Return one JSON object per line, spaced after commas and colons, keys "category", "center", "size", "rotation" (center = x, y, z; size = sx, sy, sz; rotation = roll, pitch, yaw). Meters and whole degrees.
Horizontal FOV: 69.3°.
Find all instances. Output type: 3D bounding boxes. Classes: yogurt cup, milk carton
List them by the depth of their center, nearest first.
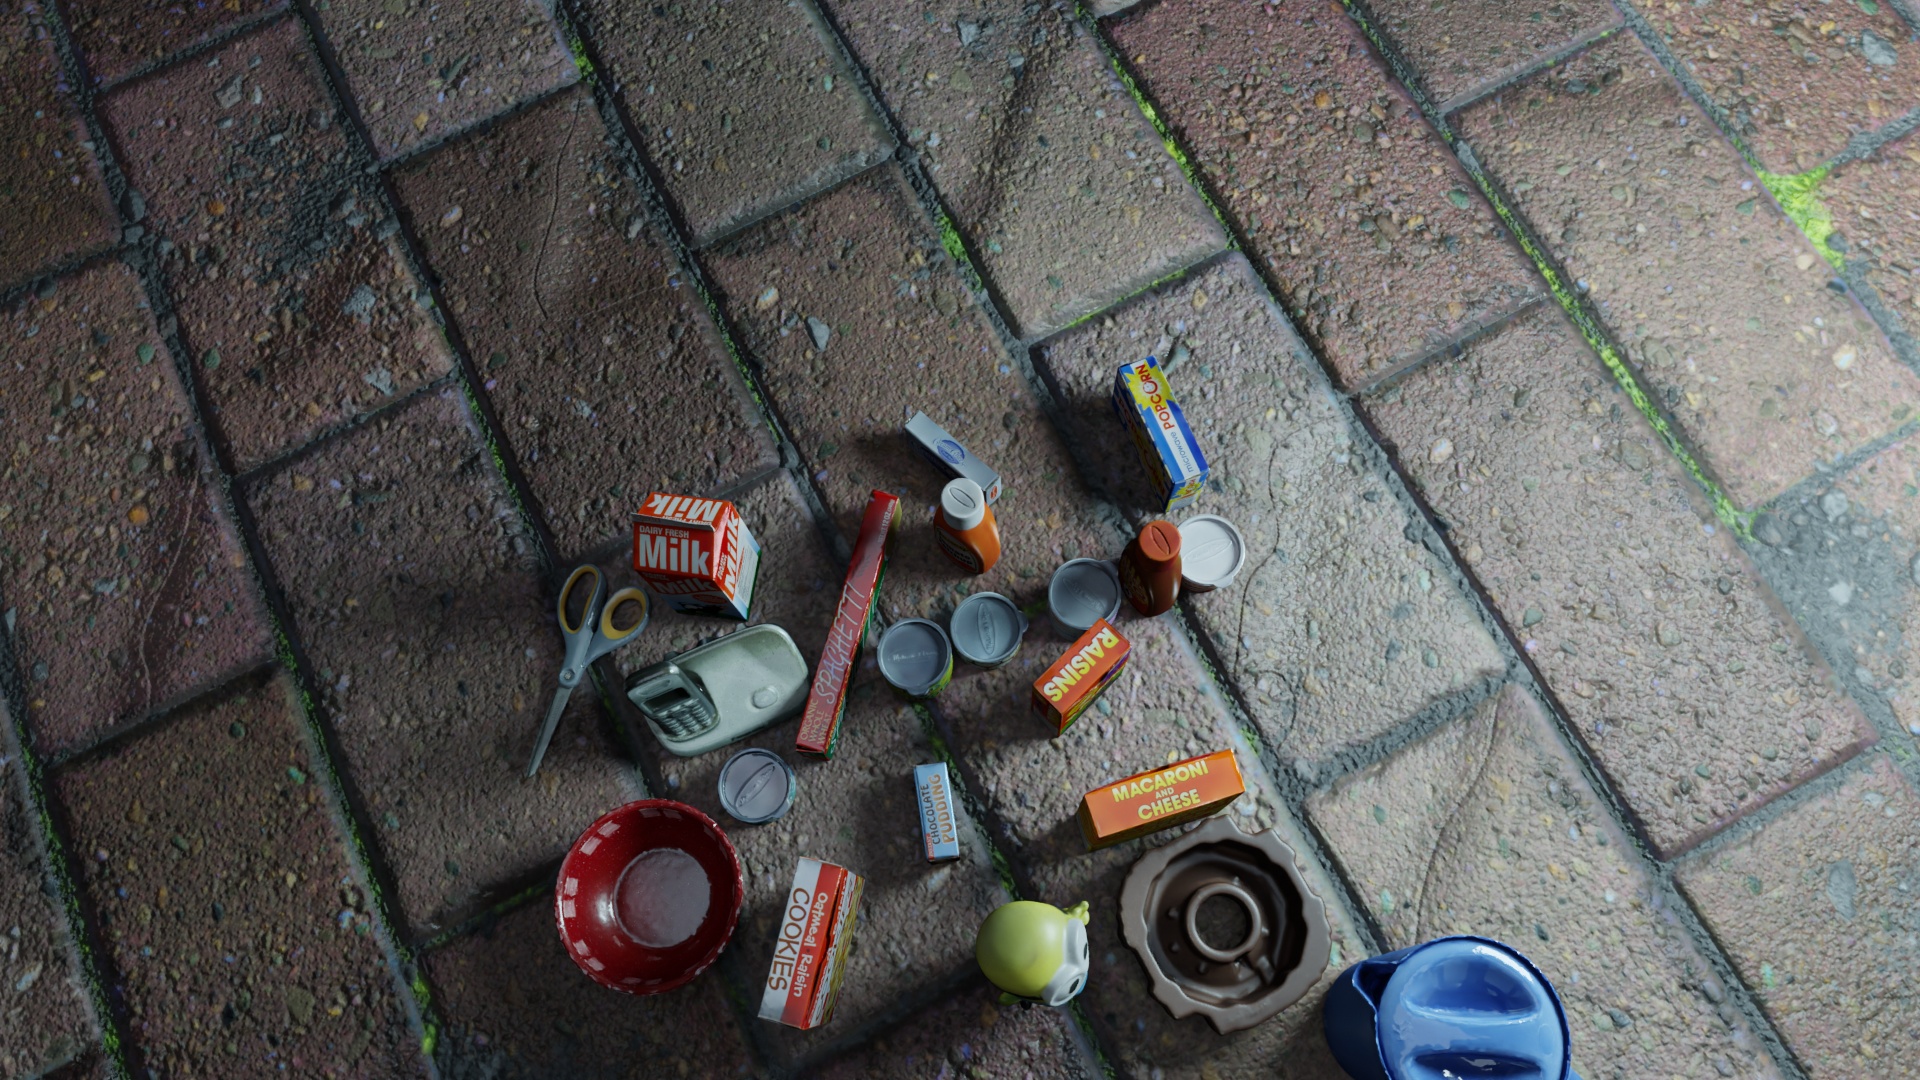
{"category": "milk carton", "center": [-0.232, 0.011, 1.222], "size": [0.072, 0.190, 0.073], "rotation": [7, 73, 5]}
{"category": "yogurt cup", "center": [0.223, 0.015, 1.275], "size": [0.072, 0.053, 0.072], "rotation": [-1, 72, 2]}

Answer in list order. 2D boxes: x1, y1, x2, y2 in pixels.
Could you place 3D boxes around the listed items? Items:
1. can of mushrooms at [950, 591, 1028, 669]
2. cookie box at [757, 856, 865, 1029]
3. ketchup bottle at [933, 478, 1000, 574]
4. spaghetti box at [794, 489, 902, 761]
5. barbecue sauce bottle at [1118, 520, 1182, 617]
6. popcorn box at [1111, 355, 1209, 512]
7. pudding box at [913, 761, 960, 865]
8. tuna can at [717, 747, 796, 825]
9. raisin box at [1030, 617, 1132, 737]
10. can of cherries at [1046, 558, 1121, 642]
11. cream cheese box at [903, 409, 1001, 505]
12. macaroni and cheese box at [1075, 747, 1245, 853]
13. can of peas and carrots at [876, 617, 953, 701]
{"category": "can of mushrooms", "center": [0.027, 0.083, 1.271], "size": [0.071, 0.033, 0.071], "rotation": [-1, 72, 2]}
{"category": "cookie box", "center": [-0.116, 0.327, 1.128], "size": [0.040, 0.167, 0.123], "rotation": [11, 73, 6]}
{"category": "ketchup bottle", "center": [0.004, -0.016, 1.243], "size": [0.065, 0.148, 0.043], "rotation": [37, 78, 12]}
{"category": "spaghetti box", "center": [-0.100, 0.077, 1.269], "size": [0.029, 0.050, 0.251], "rotation": [13, 73, 6]}
{"category": "barbecue sauce bottle", "center": [0.170, 0.021, 1.225], "size": [0.044, 0.148, 0.065], "rotation": [-26, 74, -6]}
{"category": "popcorn box", "center": [0.185, -0.098, 1.296], "size": [0.038, 0.085, 0.127], "rotation": [-21, 73, -4]}
{"category": "pudding box", "center": [-0.020, 0.239, 1.214], "size": [0.030, 0.049, 0.084], "rotation": [-9, 72, 0]}
{"category": "tuna can", "center": [-0.179, 0.221, 1.235], "size": [0.071, 0.032, 0.071], "rotation": [-1, 72, 2]}
{"category": "raisin box", "center": [0.103, 0.121, 1.209], "size": [0.086, 0.123, 0.040], "rotation": [-43, 76, -10]}
{"category": "can of cherries", "center": [0.114, 0.054, 1.264], "size": [0.071, 0.058, 0.071], "rotation": [-1, 72, 2]}
{"category": "cream cheese box", "center": [-0.007, -0.076, 1.313], "size": [0.104, 0.053, 0.024], "rotation": [40, 78, 13]}
{"category": "macaroni and cheese box", "center": [0.161, 0.218, 1.153], "size": [0.124, 0.166, 0.040], "rotation": [-17, 73, -3]}
{"category": "can of peas and carrots", "center": [-0.039, 0.111, 1.251], "size": [0.071, 0.058, 0.071], "rotation": [-1, 72, 2]}
